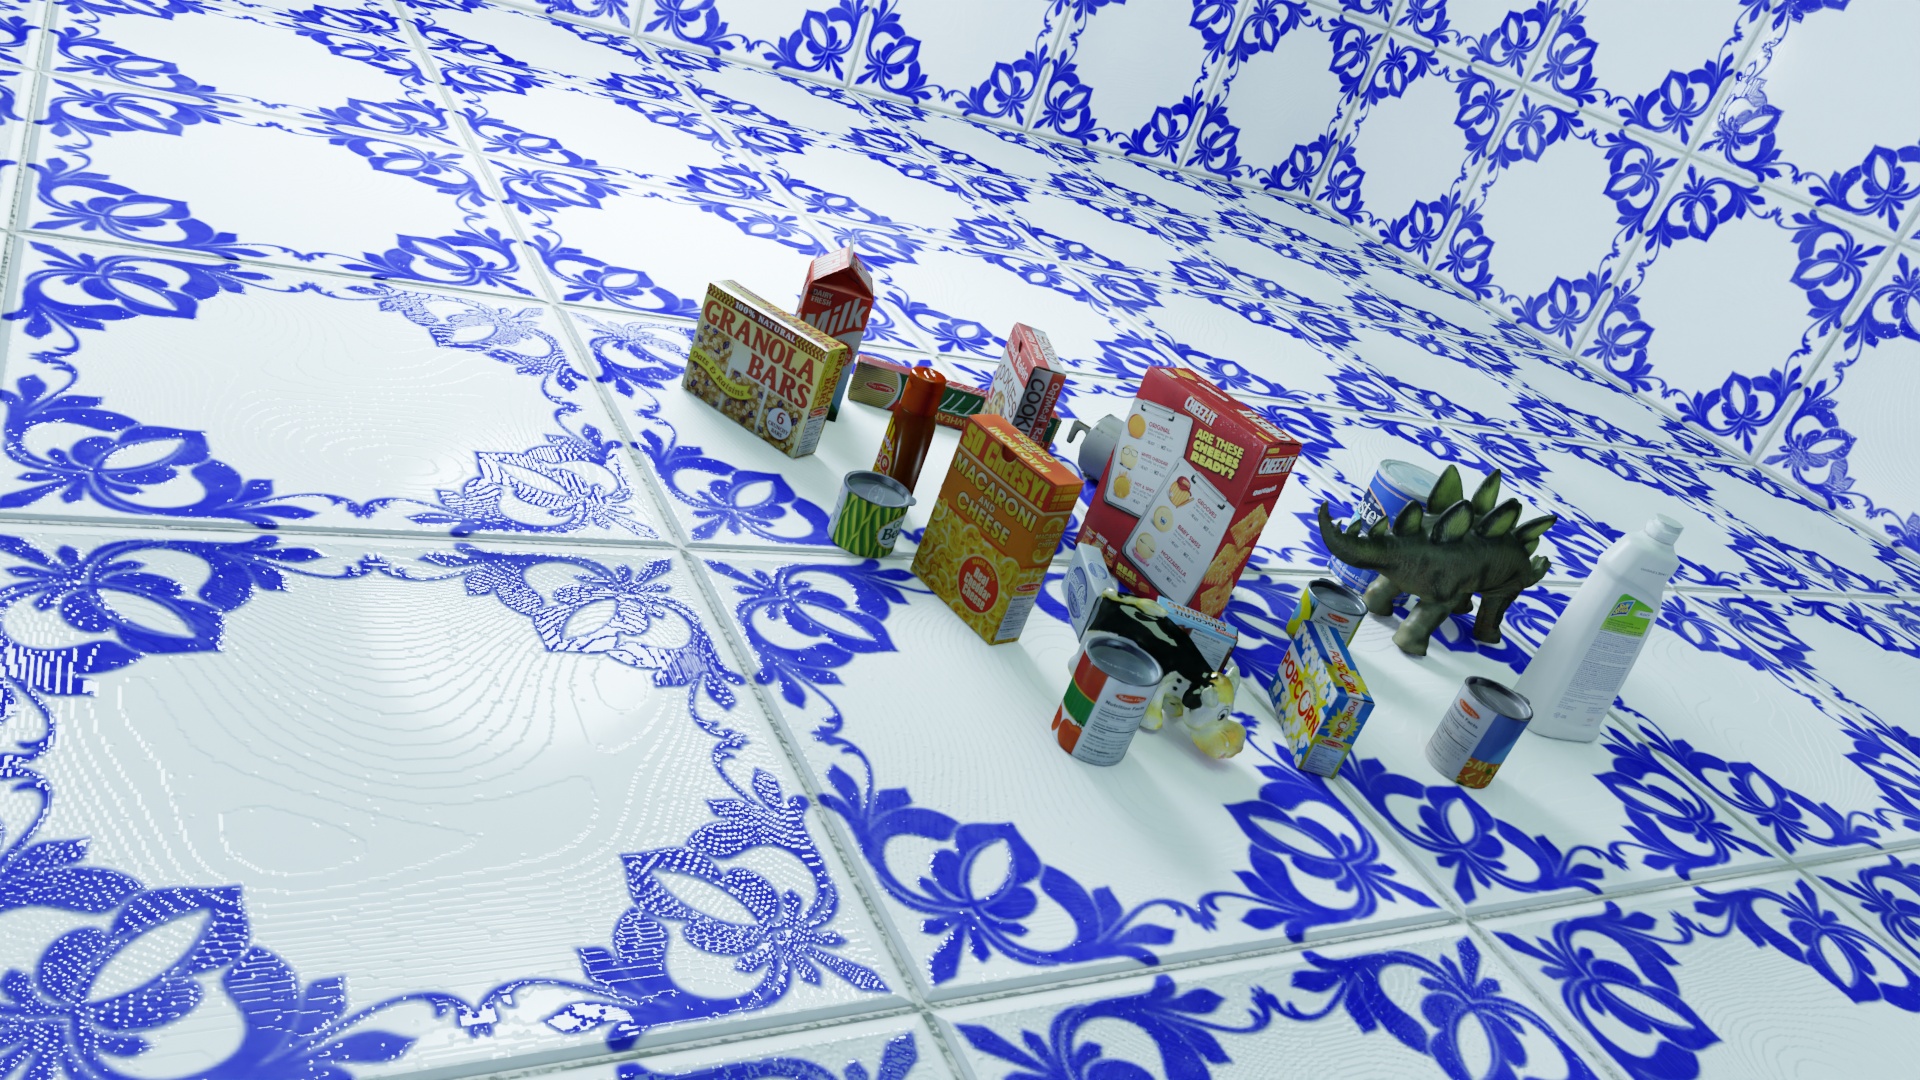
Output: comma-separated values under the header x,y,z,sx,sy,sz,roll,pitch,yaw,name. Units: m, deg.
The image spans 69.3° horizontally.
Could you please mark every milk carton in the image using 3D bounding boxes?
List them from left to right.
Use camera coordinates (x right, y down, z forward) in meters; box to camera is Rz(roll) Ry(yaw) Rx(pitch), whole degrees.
x,y,z,sx,sy,sz,roll,pitch,yaw,name
-0.143,-0.234,1.507,0.073,0.189,0.072,15,26,-13,milk carton

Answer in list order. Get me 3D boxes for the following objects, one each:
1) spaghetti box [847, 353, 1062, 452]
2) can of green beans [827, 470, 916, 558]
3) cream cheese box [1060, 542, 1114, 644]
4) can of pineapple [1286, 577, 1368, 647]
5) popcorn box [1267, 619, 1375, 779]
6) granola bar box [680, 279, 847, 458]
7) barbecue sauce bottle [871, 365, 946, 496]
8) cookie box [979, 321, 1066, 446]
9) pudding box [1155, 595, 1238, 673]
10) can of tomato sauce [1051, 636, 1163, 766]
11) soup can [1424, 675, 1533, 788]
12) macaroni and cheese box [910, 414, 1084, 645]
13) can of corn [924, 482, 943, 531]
x,y,z,sx,sy,sz,roll,pitch,yaw,name
-0.007,-0.158,1.622,0.250,0.050,0.029,15,26,-13,spaghetti box
-0.085,-0.024,1.298,0.071,0.057,0.071,17,26,-8,can of green beans
0.121,0.050,1.311,0.024,0.053,0.104,14,27,-14,cream cheese box
0.378,0.081,1.436,0.071,0.057,0.071,17,26,-8,can of pineapple
0.322,0.140,1.249,0.038,0.084,0.127,16,26,-10,popcorn box
-0.203,-0.178,1.431,0.166,0.123,0.039,32,28,23,granola bar box
-0.053,-0.097,1.358,0.044,0.147,0.065,10,28,-22,barbecue sauce bottle
0.056,-0.133,1.486,0.040,0.166,0.123,13,27,-16,cookie box
0.213,0.092,1.303,0.084,0.049,0.030,22,26,1,pudding box
0.117,0.129,1.123,0.071,0.082,0.071,17,26,-8,can of tomato sauce
0.484,0.179,1.295,0.071,0.083,0.072,17,26,-8,soup can
0.029,-0.010,1.231,0.040,0.165,0.124,-5,36,-43,macaroni and cheese box
0.005,-0.017,1.349,0.071,0.058,0.071,17,26,-8,can of corn
